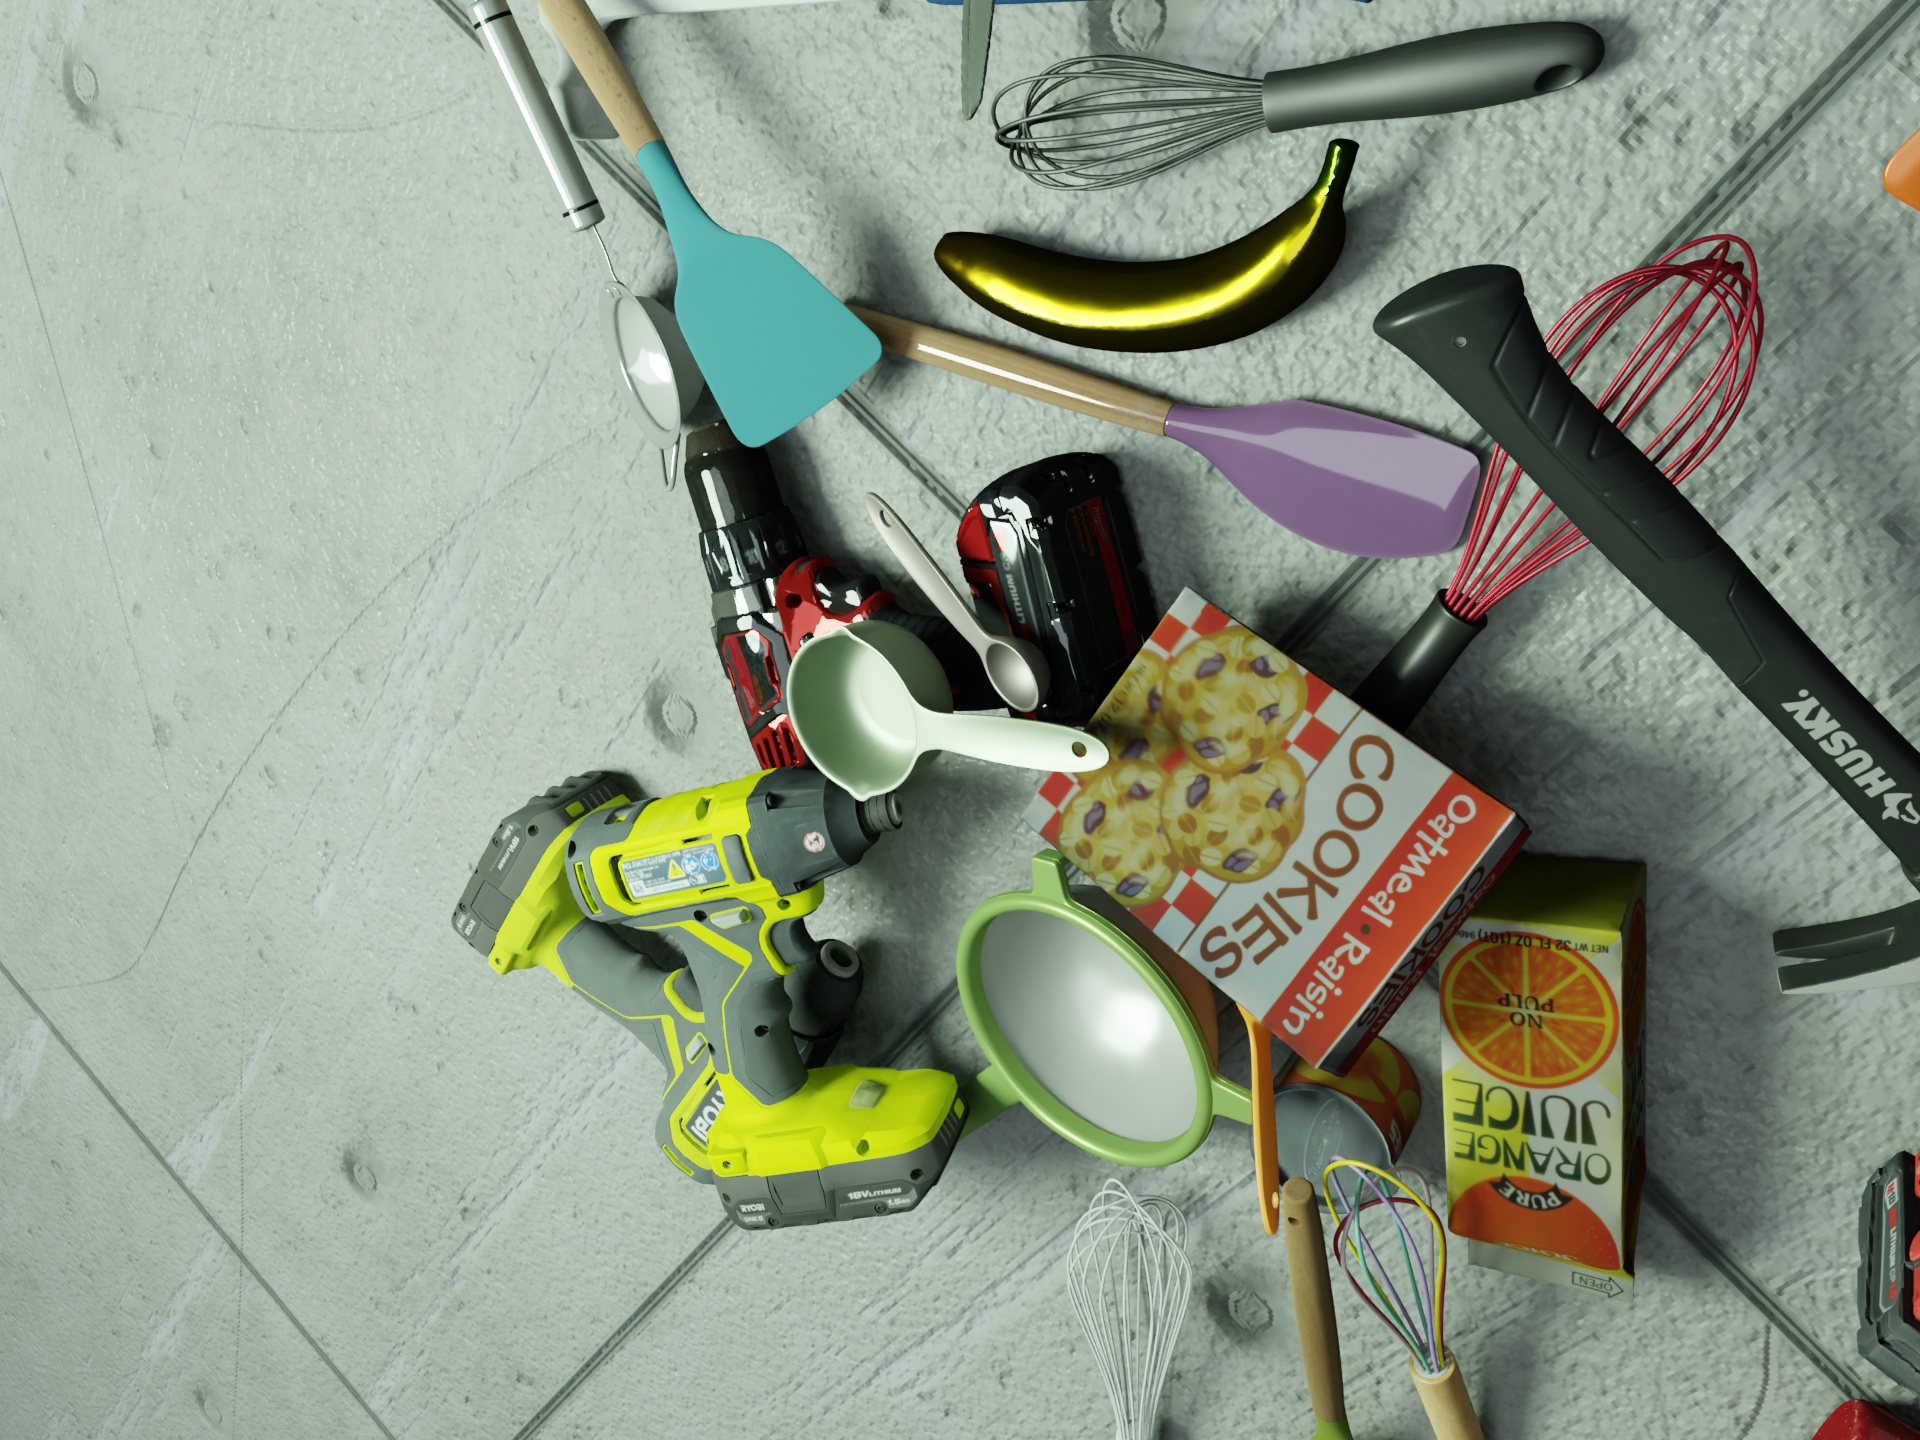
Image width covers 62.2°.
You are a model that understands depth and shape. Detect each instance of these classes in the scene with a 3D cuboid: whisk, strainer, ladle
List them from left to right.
[{"bbox_3d":[-0.177,-0.239,0.775,0.087,0.050,0.258,17,134,58],"label":"strainer"},{"bbox_3d":[0.053,0.159,0.807,0.151,0.069,0.256,50,143,8],"label":"strainer"},{"bbox_3d":[0.094,0.367,0.860,0.070,0.070,0.284,10,118,28],"label":"whisk"},{"bbox_3d":[0.121,-0.243,0.616,0.239,0.055,0.055,1,109,26],"label":"whisk"},{"bbox_3d":[0.164,0.314,0.731,0.078,0.062,0.319,11,136,29],"label":"ladle"},{"bbox_3d":[0.211,0.280,0.719,0.047,0.051,0.244,-14,123,18],"label":"whisk"},{"bbox_3d":[0.209,-0.059,0.626,0.073,0.073,0.295,39,129,13],"label":"whisk"}]

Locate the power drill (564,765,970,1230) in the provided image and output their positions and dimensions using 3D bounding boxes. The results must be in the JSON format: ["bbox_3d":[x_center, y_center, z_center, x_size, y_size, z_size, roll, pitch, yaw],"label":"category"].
[{"bbox_3d":[-0.083,0.135,0.798,0.171,0.080,0.223,-13,105,19],"label":"power drill"}]

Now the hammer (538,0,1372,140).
[{"bbox_3d":[-0.024,-0.326,0.677,0.406,0.035,0.144,10,113,28],"label":"hammer"}]

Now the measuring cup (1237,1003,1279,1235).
[{"bbox_3d":[0.152,0.131,0.683,0.052,0.095,0.174,-9,69,30],"label":"measuring cup"}]

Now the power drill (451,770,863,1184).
[{"bbox_3d":[-0.170,0.138,0.918,0.228,0.080,0.190,41,124,8],"label":"power drill"}]

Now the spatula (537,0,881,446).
[{"bbox_3d":[-0.151,-0.279,0.731,0.082,0.044,0.317,-32,84,18],"label":"spatula"}]

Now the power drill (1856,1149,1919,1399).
[{"bbox_3d":[0.403,0.145,0.534,0.078,0.143,0.219,31,123,15],"label":"power drill"}]

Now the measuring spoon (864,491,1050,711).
[{"bbox_3d":[0.000,-0.056,0.684,0.124,0.018,0.034,51,153,17],"label":"measuring spoon"}]

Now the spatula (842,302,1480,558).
[{"bbox_3d":[0.069,-0.138,0.703,0.316,0.018,0.059,23,121,21],"label":"spatula"}]

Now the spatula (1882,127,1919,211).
[{"bbox_3d":[0.429,-0.084,0.493,0.322,0.041,0.081,50,124,5],"label":"spatula"}]

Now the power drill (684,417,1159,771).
[{"bbox_3d":[-0.033,-0.069,0.758,0.227,0.080,0.188,-8,103,36],"label":"power drill"}]

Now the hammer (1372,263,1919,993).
[{"bbox_3d":[0.267,-0.030,0.556,0.334,0.035,0.146,42,127,-11],"label":"hammer"}]

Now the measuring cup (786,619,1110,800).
[{"bbox_3d":[-0.001,-0.002,0.689,0.168,0.038,0.083,9,115,34],"label":"measuring cup"}]
